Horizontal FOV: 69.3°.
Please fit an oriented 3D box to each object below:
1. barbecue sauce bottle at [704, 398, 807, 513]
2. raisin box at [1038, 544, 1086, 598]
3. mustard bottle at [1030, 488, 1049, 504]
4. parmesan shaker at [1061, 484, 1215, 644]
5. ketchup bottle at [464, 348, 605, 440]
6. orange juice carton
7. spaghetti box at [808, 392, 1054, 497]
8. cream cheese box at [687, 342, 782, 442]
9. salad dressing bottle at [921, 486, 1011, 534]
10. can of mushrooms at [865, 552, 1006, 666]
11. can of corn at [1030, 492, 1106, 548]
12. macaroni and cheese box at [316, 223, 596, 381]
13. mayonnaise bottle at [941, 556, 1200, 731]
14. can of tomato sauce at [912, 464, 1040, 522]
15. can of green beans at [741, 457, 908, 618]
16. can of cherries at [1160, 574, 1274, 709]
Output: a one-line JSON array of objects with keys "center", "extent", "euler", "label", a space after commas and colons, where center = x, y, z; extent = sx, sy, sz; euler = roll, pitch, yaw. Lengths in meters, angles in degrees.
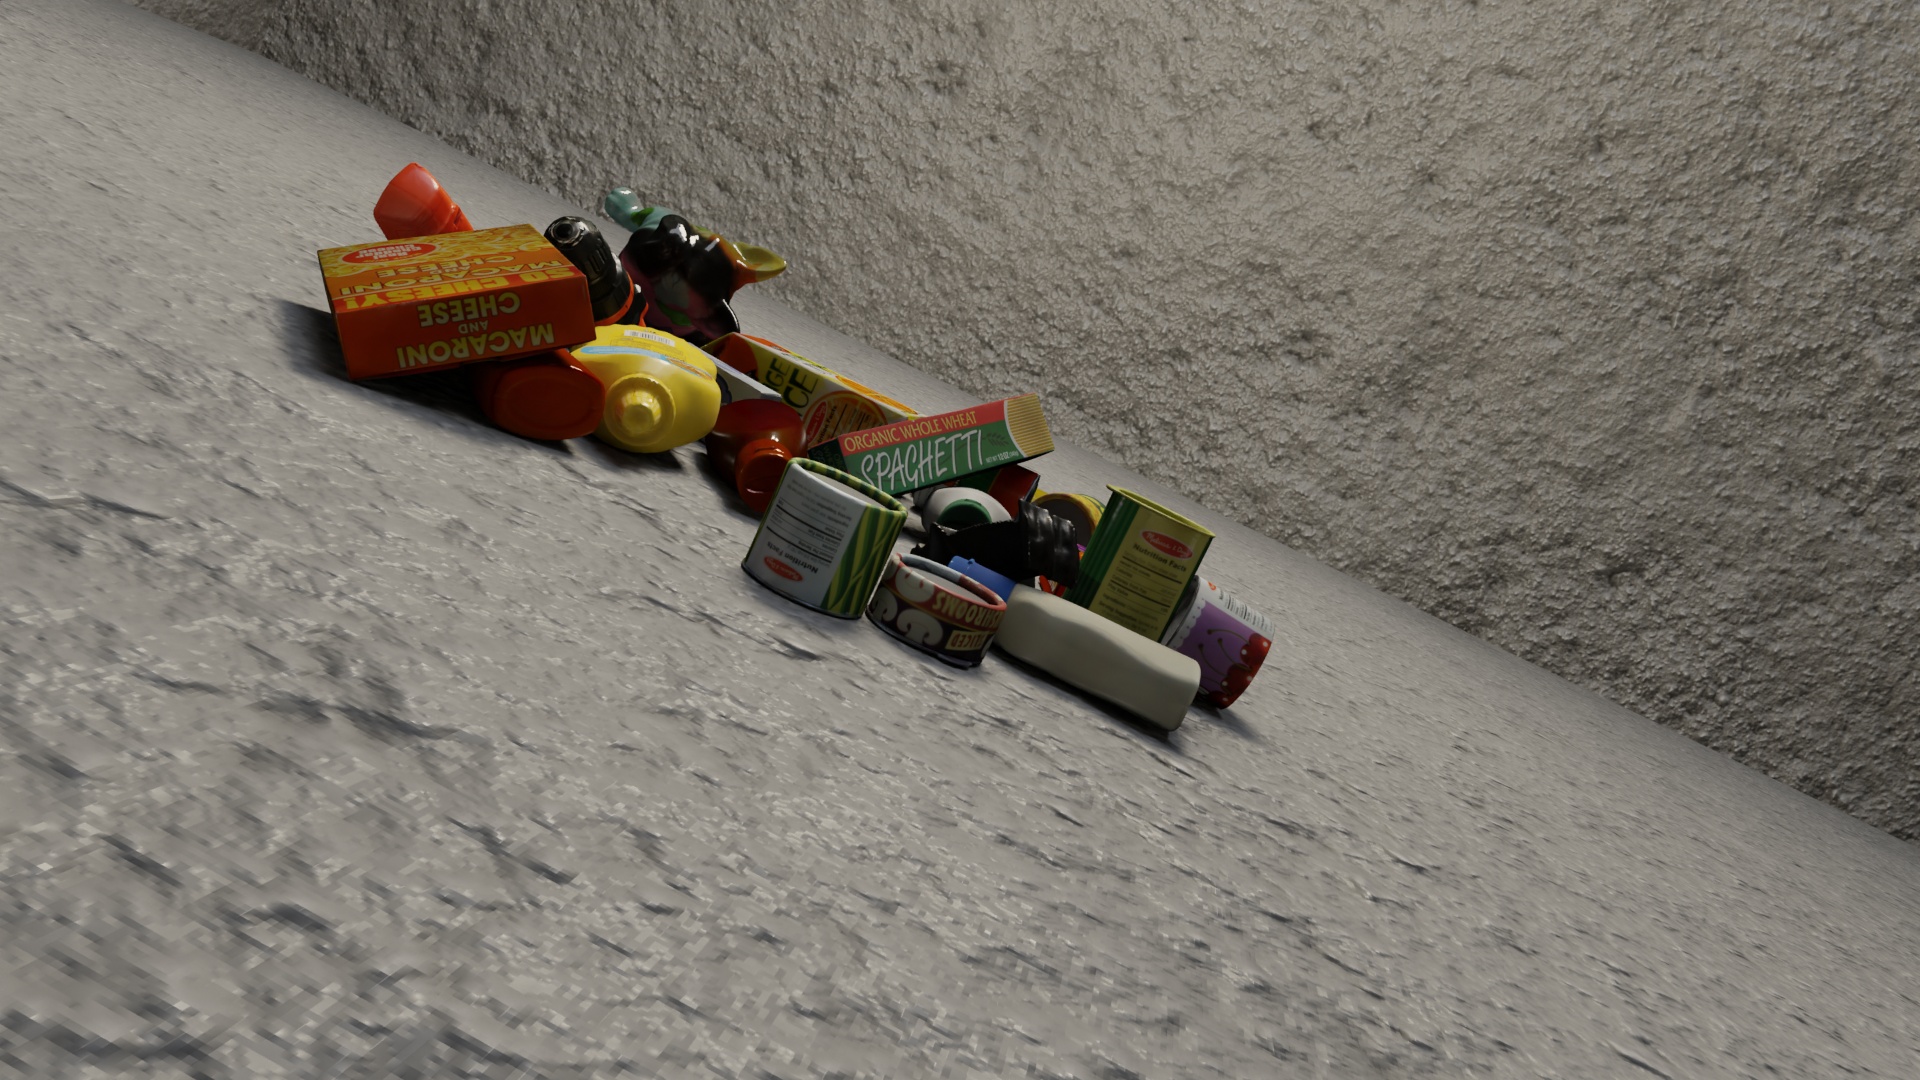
[{"center": [-0.125, -0.054, 0.865], "extent": [0.065, 0.043, 0.149], "euler": [-6, 17, -11], "label": "barbecue sauce bottle"}, {"center": [0.122, 0.045, 1.002], "extent": [0.123, 0.040, 0.086], "euler": [24, 10, -6], "label": "raisin box"}, {"center": [0.039, -0.031, 1.185], "extent": [0.160, 0.048, 0.065], "euler": [24, 10, -5], "label": "mustard bottle"}, {"center": [0.096, 0.027, 0.823], "extent": [0.071, 0.103, 0.071], "euler": [25, 8, -4], "label": "parmesan shaker"}, {"center": [-0.252, -0.099, 0.789], "extent": [0.065, 0.043, 0.149], "euler": [5, 18, -33], "label": "ketchup bottle"}, {"center": [-0.129, -0.102, 1.058], "extent": [0.193, 0.073, 0.072], "euler": [26, 8, 9], "label": "orange juice carton"}, {"center": [-0.013, -0.066, 1.006], "extent": [0.028, 0.050, 0.251], "euler": [-20, -1, 37], "label": "spaghetti box"}, {"center": [-0.175, -0.098, 0.971], "extent": [0.104, 0.053, 0.024], "euler": [31, 12, 31], "label": "cream cheese box"}, {"center": [0.003, -0.012, 0.951], "extent": [0.064, 0.044, 0.148], "euler": [18, 4, 0], "label": "salad dressing bottle"}, {"center": [-0.011, 0.035, 0.709], "extent": [0.071, 0.033, 0.071], "euler": [25, 8, -4], "label": "can of mushrooms"}, {"center": [0.087, -0.004, 1.098], "extent": [0.071, 0.071, 0.058], "euler": [28, 10, 19], "label": "can of corn"}, {"center": [-0.280, -0.135, 0.765], "extent": [0.124, 0.040, 0.167], "euler": [-14, 27, -22], "label": "macaroni and cheese box"}, {"center": [0.056, 0.055, 0.759], "extent": [0.148, 0.041, 0.065], "euler": [25, 7, 5], "label": "mayonnaise bottle"}, {"center": [0.014, -0.042, 1.112], "extent": [0.083, 0.071, 0.071], "euler": [26, 8, 6], "label": "can of tomato sauce"}, {"center": [-0.067, -0.002, 0.690], "extent": [0.071, 0.057, 0.071], "euler": [25, 8, -4], "label": "can of green beans"}, {"center": [0.155, 0.066, 0.876], "extent": [0.058, 0.071, 0.071], "euler": [31, 8, -3], "label": "can of cherries"}]
